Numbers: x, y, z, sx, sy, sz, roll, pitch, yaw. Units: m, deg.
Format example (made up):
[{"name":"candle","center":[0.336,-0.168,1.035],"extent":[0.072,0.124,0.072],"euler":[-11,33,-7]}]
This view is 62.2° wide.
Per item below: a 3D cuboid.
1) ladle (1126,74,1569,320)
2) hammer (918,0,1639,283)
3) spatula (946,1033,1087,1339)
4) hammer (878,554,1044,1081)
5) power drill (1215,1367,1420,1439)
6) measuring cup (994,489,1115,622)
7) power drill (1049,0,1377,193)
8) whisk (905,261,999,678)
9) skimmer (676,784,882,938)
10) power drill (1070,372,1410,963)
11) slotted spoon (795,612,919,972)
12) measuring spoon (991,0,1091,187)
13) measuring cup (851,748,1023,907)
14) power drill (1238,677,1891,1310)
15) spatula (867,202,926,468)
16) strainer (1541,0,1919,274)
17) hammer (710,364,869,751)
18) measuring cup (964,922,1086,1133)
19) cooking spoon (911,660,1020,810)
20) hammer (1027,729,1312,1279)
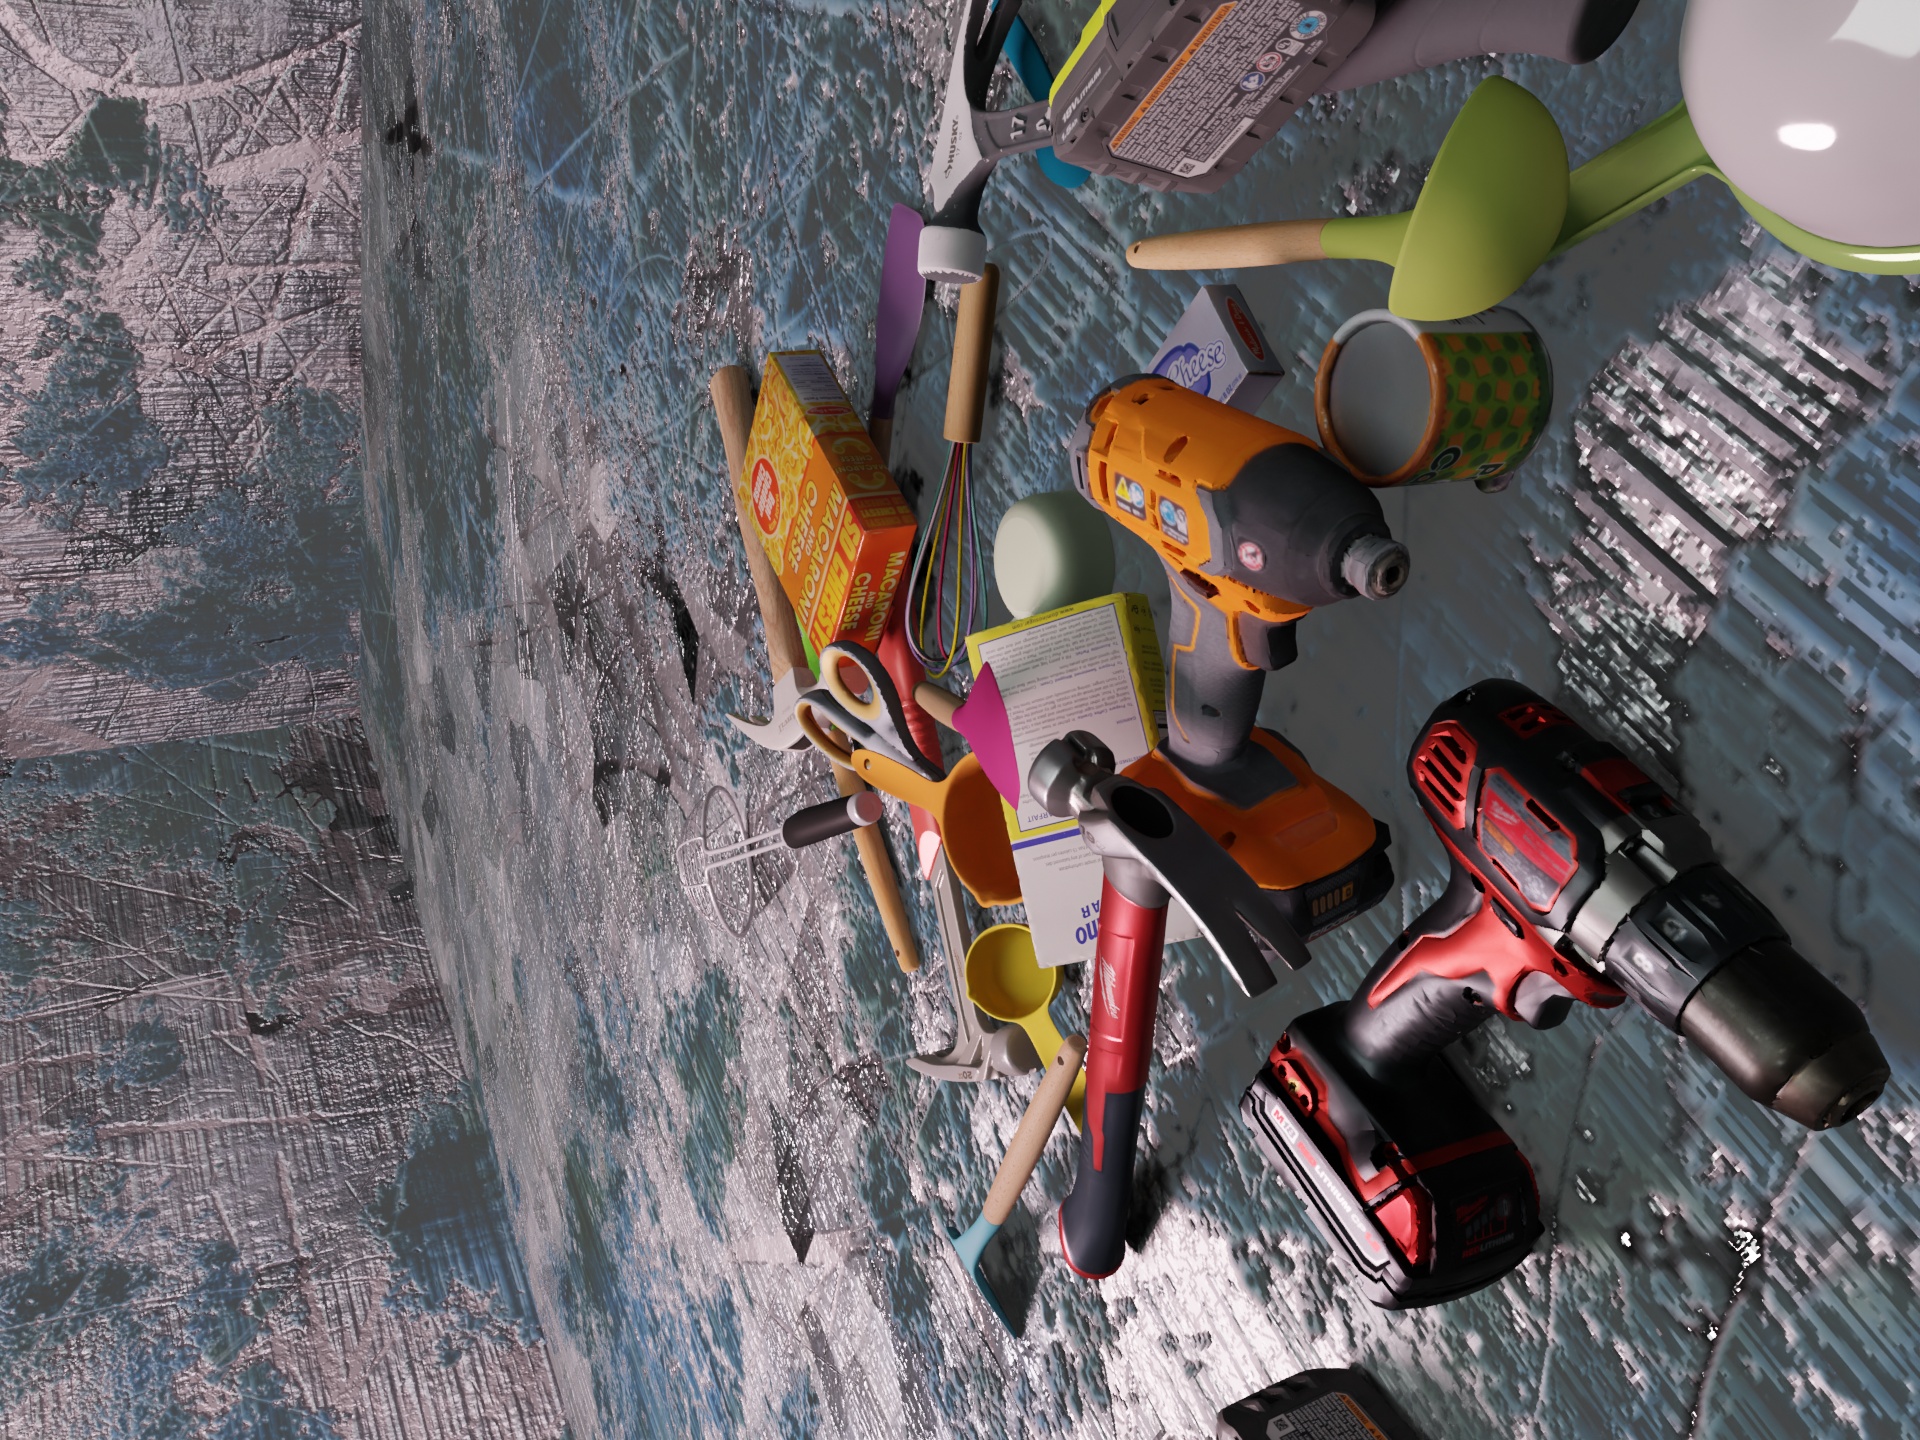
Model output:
[{"name":"ladle","center":[0.125,-0.194,0.625],"extent":[0.078,0.062,0.320],"euler":[-65,22,5]},{"name":"hammer","center":[0.106,-0.278,0.682],"extent":[0.409,0.036,0.149],"euler":[15,100,55]},{"name":"spatula","center":[0.035,0.280,0.961],"extent":[0.082,0.044,0.317],"euler":[56,145,34]},{"name":"hammer","center":[-0.024,0.053,1.034],"extent":[0.149,0.036,0.359],"euler":[-21,80,61]},{"name":"power drill","center":[0.165,0.425,0.749],"extent":[0.171,0.080,0.223],"euler":[43,136,49]},{"name":"measuring cup","center":[0.030,-0.063,0.897],"extent":[0.167,0.038,0.083],"euler":[-53,52,50]},{"name":"power drill","center":[0.071,-0.333,0.643],"extent":[0.190,0.080,0.229],"euler":[-39,54,52]},{"name":"whisk","center":[0.001,-0.142,0.931],"extent":[0.047,0.051,0.245],"euler":[-74,-8,-72]},{"name":"skimmer","center":[-0.127,0.090,1.202],"extent":[0.363,0.090,0.127],"euler":[-22,74,57]},{"name":"power drill","center":[0.120,-0.015,0.647],"extent":[0.164,0.084,0.226],"euler":[40,147,51]},{"name":"slotted spoon","center":[-0.083,0.031,1.147],"extent":[0.070,0.031,0.314],"euler":[-42,62,53]},{"name":"measuring spoon","center":[0.035,-0.332,0.833],"extent":[0.129,0.021,0.042],"euler":[67,148,22]},{"name":"measuring cup","center":[0.008,0.045,0.920],"extent":[0.174,0.052,0.095],"euler":[22,110,44]},{"name":"power drill","center":[0.210,0.121,0.587],"extent":[0.188,0.080,0.226],"euler":[54,138,40]},{"name":"spatula","center":[-0.053,-0.175,1.044],"extent":[0.060,0.018,0.315],"euler":[47,135,47]},{"name":"strainer","center":[0.224,-0.188,0.476],"extent":[0.256,0.069,0.151],"euler":[-23,77,59]},{"name":"hammer","center":[-0.145,-0.125,1.167],"extent":[0.130,0.031,0.332],"euler":[-41,52,39]},{"name":"measuring cup","center":[0.058,0.189,0.928],"extent":[0.062,0.029,0.156],"euler":[-33,78,16]},{"name":"cooking spoon","center":[-0.001,-0.003,0.833],"extent":[0.319,0.017,0.068],"euler":[-146,44,-80]},{"name":"hammer","center":[0.085,0.182,0.769],"extent":[0.143,0.038,0.385],"euler":[46,151,36]}]
